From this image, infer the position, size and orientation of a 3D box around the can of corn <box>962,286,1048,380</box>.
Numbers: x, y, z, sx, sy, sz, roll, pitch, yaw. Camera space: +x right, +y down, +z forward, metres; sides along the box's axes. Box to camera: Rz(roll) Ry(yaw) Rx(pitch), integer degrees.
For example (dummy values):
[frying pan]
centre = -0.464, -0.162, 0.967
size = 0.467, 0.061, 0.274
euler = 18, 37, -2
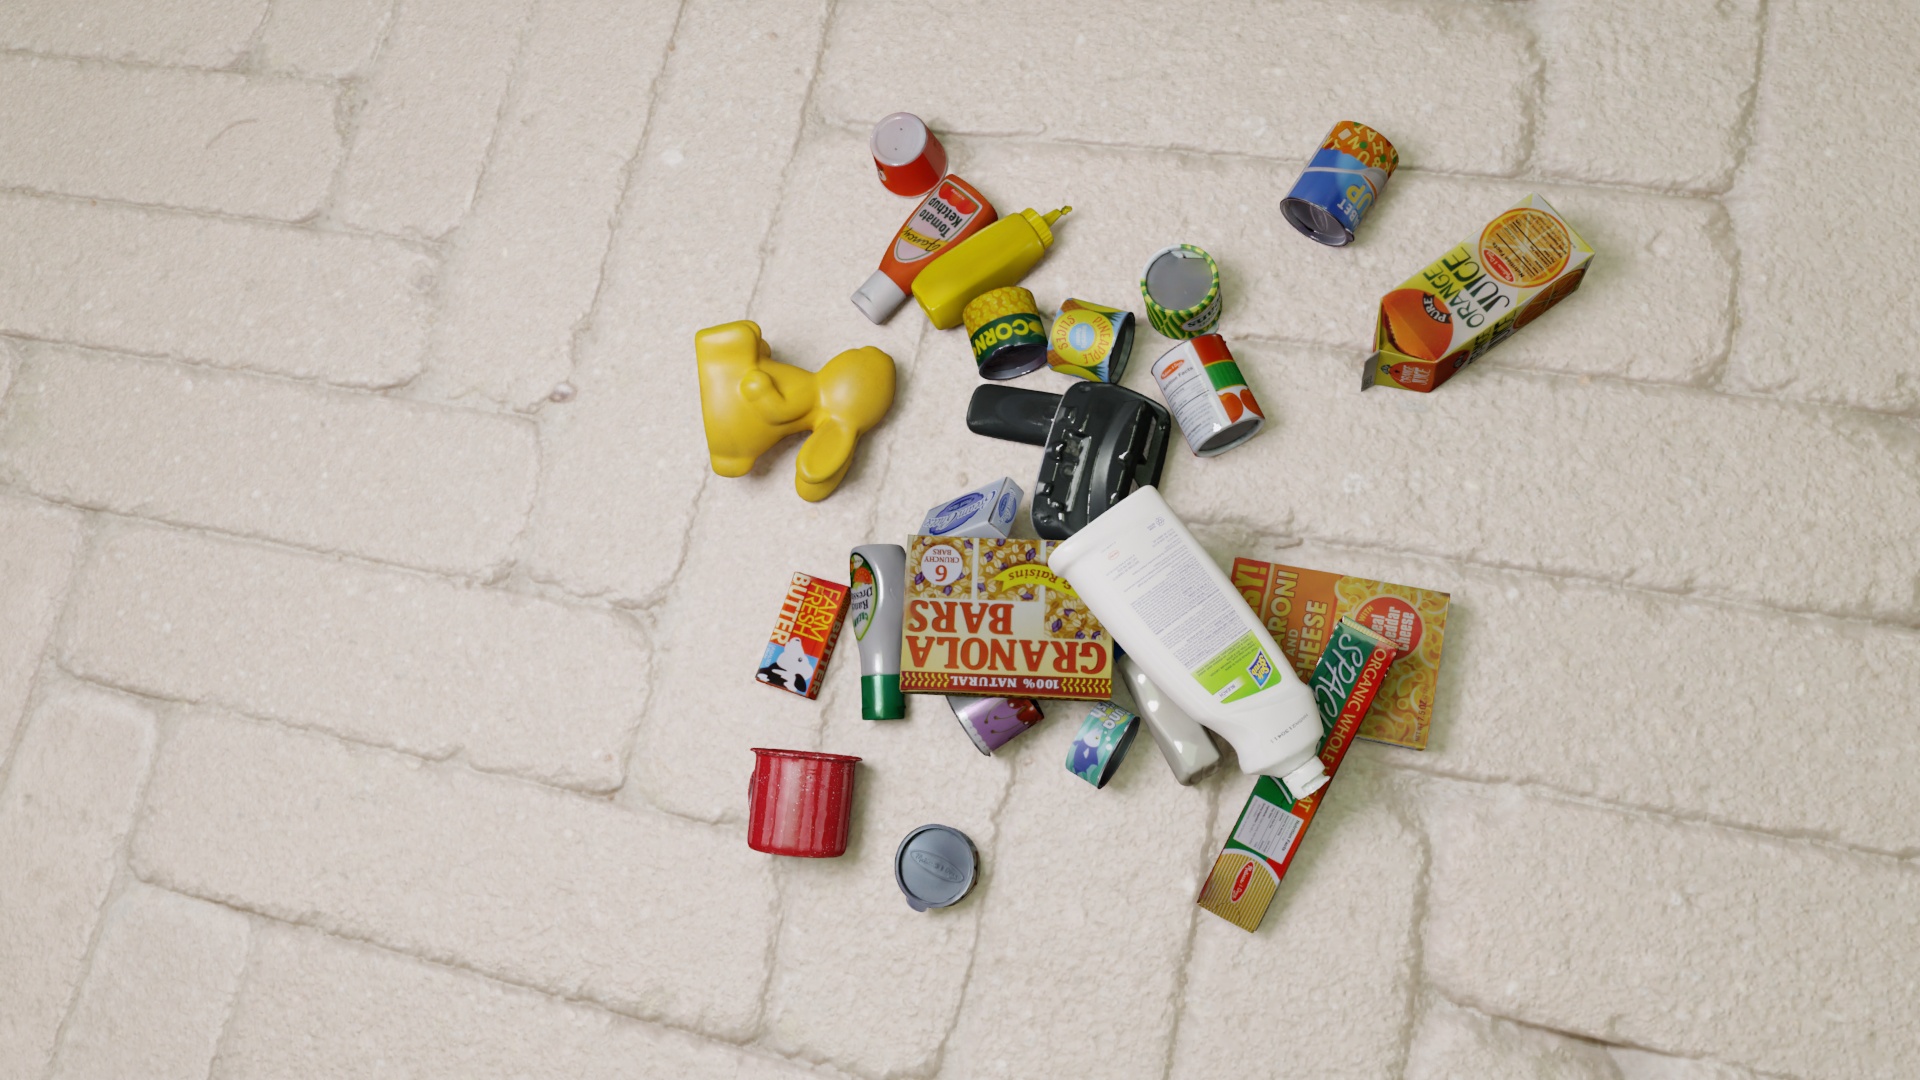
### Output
[can of corn]
centre = 0.039, -0.181, 1.209
size = 0.071, 0.071, 0.058
euler = -19, 72, 8

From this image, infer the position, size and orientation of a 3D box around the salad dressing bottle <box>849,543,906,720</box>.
[salad dressing bottle]
centre = -0.068, 0.078, 1.178
size = 0.044, 0.064, 0.148
euler = 2, 81, -31

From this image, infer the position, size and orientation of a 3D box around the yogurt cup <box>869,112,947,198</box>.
[yogurt cup]
centre = -0.051, -0.359, 1.284
size = 0.072, 0.054, 0.072
euler = -3, 76, 12

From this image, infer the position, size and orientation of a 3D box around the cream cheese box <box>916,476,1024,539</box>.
[cream cheese box]
centre = 0.004, -0.015, 1.162
size = 0.103, 0.024, 0.054
euler = -21, 35, 44

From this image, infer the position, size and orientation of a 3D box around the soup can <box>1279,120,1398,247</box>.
[soup can]
centre = 0.323, -0.301, 1.175
size = 0.071, 0.071, 0.084
euler = 33, 85, 18

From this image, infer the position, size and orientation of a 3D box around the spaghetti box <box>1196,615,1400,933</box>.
[spaghetti box]
centre = 0.257, 0.178, 1.058
size = 0.050, 0.029, 0.249
euler = 27, 97, 13

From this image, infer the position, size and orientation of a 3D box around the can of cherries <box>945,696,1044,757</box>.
[can of cherries]
centre = 0.029, 0.135, 1.136
size = 0.058, 0.071, 0.071
euler = -33, 71, 3

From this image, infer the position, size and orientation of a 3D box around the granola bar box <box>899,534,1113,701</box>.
[granola bar box]
centre = 0.037, 0.061, 1.091
size = 0.166, 0.039, 0.124
euler = 2, 79, 1

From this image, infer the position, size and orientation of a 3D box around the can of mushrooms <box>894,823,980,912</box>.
[can of mushrooms]
centre = -0.019, 0.267, 1.129
size = 0.071, 0.033, 0.071
euler = -3, 76, 12

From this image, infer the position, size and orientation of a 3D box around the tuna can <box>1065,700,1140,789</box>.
[tuna can]
centre = 0.114, 0.160, 1.106
size = 0.033, 0.071, 0.071
euler = 29, 84, 18

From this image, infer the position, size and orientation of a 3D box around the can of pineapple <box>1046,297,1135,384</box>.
[can of pineapple]
centre = 0.112, -0.170, 1.190
size = 0.058, 0.071, 0.071
euler = 17, 81, 17

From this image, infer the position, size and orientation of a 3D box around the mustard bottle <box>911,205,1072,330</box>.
[mustard bottle]
centre = 0.032, -0.252, 1.235
size = 0.160, 0.065, 0.049
euler = -36, 72, -4

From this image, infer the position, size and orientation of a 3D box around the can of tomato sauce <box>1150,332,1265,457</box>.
[can of tomato sauce]
centre = 0.208, -0.121, 1.158
size = 0.071, 0.071, 0.083
euler = -26, 72, 6

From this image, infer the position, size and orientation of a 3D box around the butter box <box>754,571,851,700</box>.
[butter box]
centre = -0.135, 0.082, 1.207
size = 0.053, 0.024, 0.103
euler = 17, 80, 17

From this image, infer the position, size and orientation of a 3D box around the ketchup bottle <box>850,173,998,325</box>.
[ketchup bottle]
centre = -0.037, -0.260, 1.262
size = 0.149, 0.043, 0.065
euler = -47, 66, -1

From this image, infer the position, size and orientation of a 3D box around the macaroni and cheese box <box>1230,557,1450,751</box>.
[macaroni and cheese box]
centre = 0.290, 0.089, 1.098
size = 0.166, 0.040, 0.124
euler = 10, 79, 15

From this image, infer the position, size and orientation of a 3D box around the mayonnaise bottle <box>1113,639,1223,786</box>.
[mayonnaise bottle]
centre = 0.158, 0.121, 1.111
size = 0.041, 0.064, 0.148
euler = -26, 68, -1

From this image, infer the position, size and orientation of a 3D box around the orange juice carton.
[orange juice carton]
centre = 0.405, -0.188, 1.125
size = 0.192, 0.071, 0.073
euler = -35, 71, 2

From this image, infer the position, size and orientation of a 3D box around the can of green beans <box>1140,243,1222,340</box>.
[can of green beans]
centre = 0.189, -0.212, 1.189
size = 0.071, 0.057, 0.071
euler = -3, 76, 12
